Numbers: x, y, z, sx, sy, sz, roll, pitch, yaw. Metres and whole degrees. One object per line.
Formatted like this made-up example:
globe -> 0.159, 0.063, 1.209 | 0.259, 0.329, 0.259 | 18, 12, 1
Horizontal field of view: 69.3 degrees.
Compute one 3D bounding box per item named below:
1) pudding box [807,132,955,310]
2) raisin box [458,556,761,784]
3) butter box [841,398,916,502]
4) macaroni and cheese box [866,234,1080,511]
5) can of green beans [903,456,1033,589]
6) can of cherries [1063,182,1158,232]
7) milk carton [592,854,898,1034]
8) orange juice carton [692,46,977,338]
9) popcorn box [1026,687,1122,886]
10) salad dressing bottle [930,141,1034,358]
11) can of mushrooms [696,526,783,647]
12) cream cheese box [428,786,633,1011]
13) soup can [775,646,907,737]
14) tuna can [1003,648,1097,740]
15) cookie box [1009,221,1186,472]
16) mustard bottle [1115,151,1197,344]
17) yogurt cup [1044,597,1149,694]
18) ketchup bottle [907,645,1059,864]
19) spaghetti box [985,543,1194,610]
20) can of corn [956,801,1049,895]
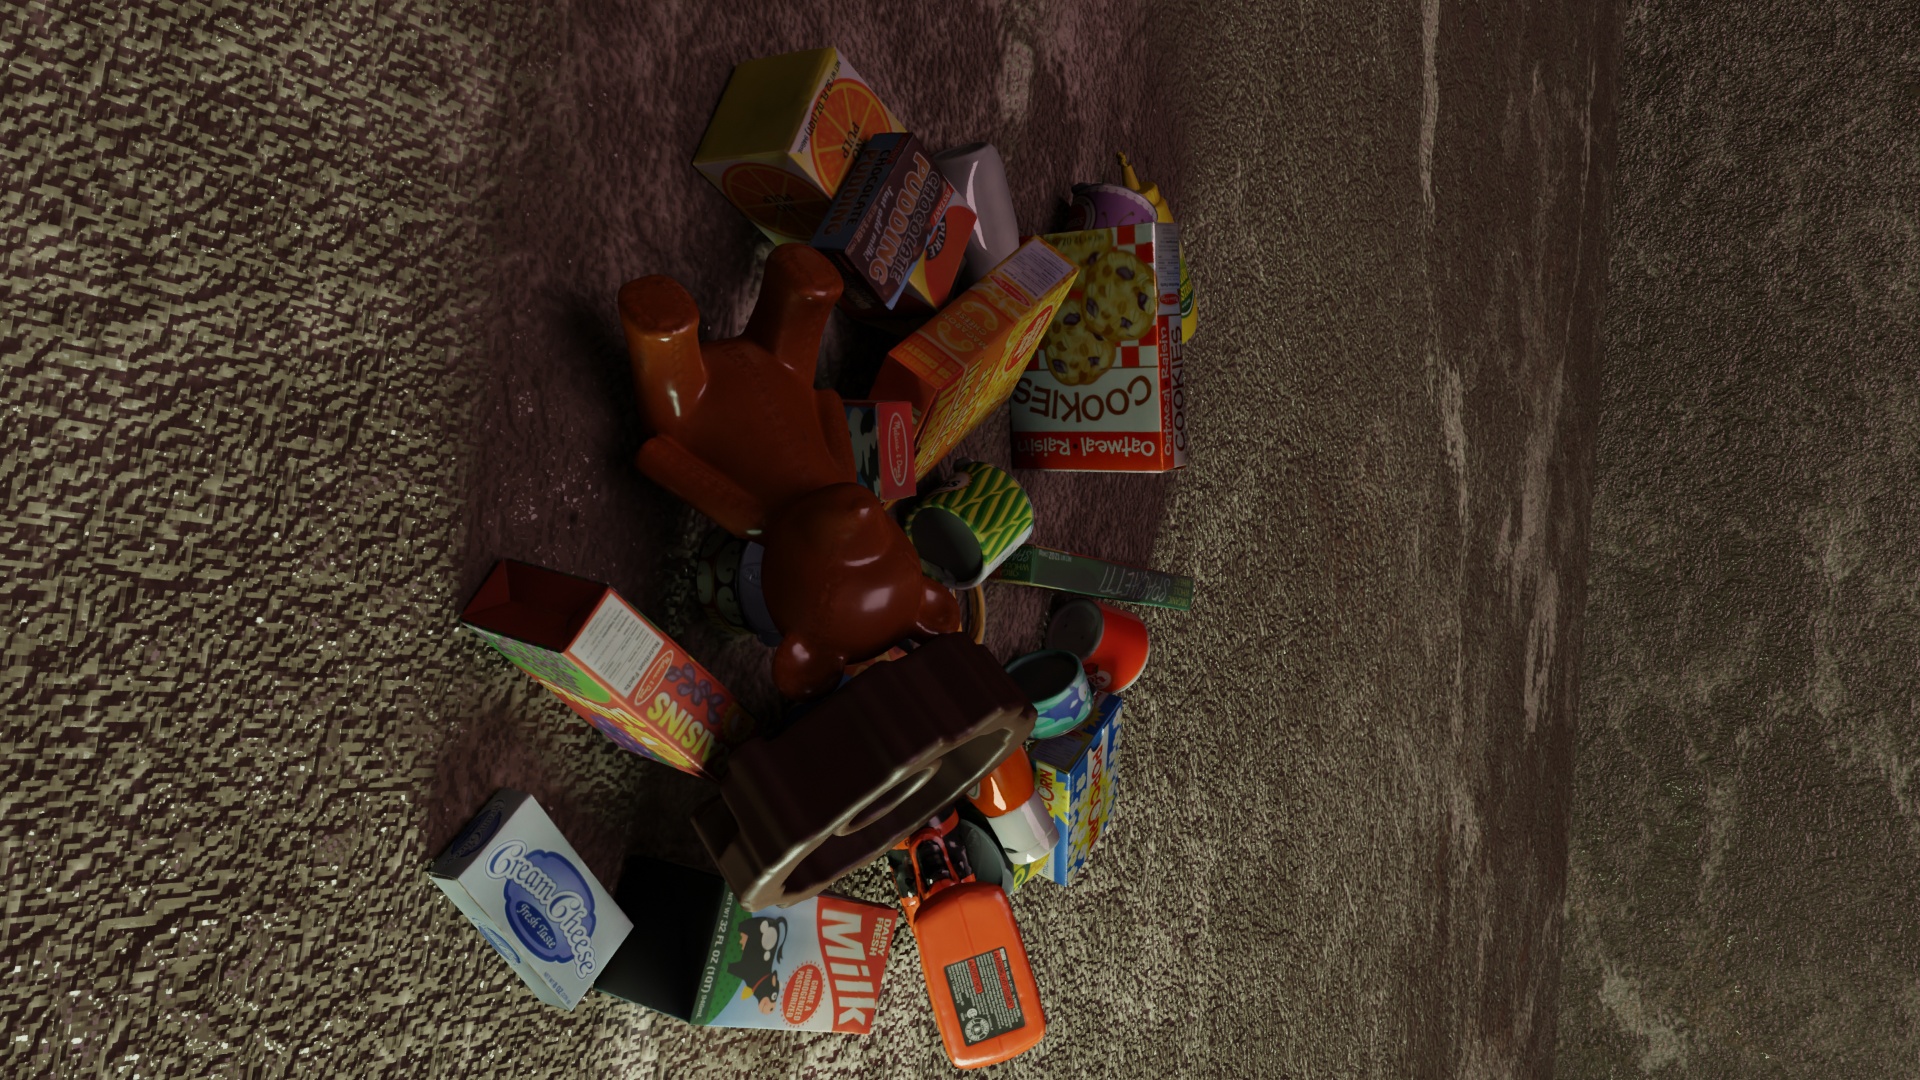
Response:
pudding box -> -0.041, -0.169, 0.736 | 0.049, 0.030, 0.084 | 49, 61, -46
raisin box -> -0.163, 0.063, 0.659 | 0.040, 0.086, 0.123 | -60, 137, -24
butter box -> -0.063, -0.053, 0.778 | 0.024, 0.103, 0.053 | -8, 101, -34
macaroni and cheese box -> -0.002, -0.100, 0.850 | 0.167, 0.040, 0.123 | -46, 171, -42
can of green beans -> 0.005, -0.010, 0.903 | 0.058, 0.071, 0.071 | -41, 124, -44
can of cherries -> 0.105, -0.223, 1.031 | 0.071, 0.071, 0.058 | 37, 64, -49
milk carton -> -0.100, 0.227, 0.768 | 0.190, 0.073, 0.072 | 29, 70, -51
orange juice carton -> -0.056, -0.189, 0.802 | 0.192, 0.073, 0.072 | 40, 62, -48
popcorn box -> 0.082, 0.179, 1.017 | 0.085, 0.038, 0.126 | -46, 145, -41
salad dressing bottle -> 0.017, -0.188, 0.928 | 0.064, 0.044, 0.147 | -44, 127, -46
can of mushrooms -> -0.112, 0.023, 0.772 | 0.071, 0.033, 0.071 | -6, 97, -54
cream cheese box -> -0.203, 0.172, 0.665 | 0.054, 0.024, 0.103 | -55, 134, -38
soup can -> -0.063, 0.105, 0.813 | 0.071, 0.071, 0.084 | 56, 50, -40
tuna can -> 0.061, 0.107, 0.985 | 0.071, 0.071, 0.032 | -47, 128, -42
cookie box -> 0.093, -0.131, 0.968 | 0.040, 0.123, 0.167 | -14, 104, -52
mustard bottle -> 0.147, -0.229, 1.098 | 0.066, 0.049, 0.159 | -49, 129, -43
yogurt cup -> 0.100, 0.077, 1.044 | 0.054, 0.072, 0.072 | 29, 69, -43
ketchup bottle -> 0.014, 0.133, 0.877 | 0.044, 0.064, 0.148 | -35, 102, -28
spaghetti box -> 0.101, 0.028, 1.052 | 0.250, 0.050, 0.028 | 11, 85, -54
can of corn -> 0.021, 0.208, 0.936 | 0.058, 0.071, 0.071 | -22, 110, -52
